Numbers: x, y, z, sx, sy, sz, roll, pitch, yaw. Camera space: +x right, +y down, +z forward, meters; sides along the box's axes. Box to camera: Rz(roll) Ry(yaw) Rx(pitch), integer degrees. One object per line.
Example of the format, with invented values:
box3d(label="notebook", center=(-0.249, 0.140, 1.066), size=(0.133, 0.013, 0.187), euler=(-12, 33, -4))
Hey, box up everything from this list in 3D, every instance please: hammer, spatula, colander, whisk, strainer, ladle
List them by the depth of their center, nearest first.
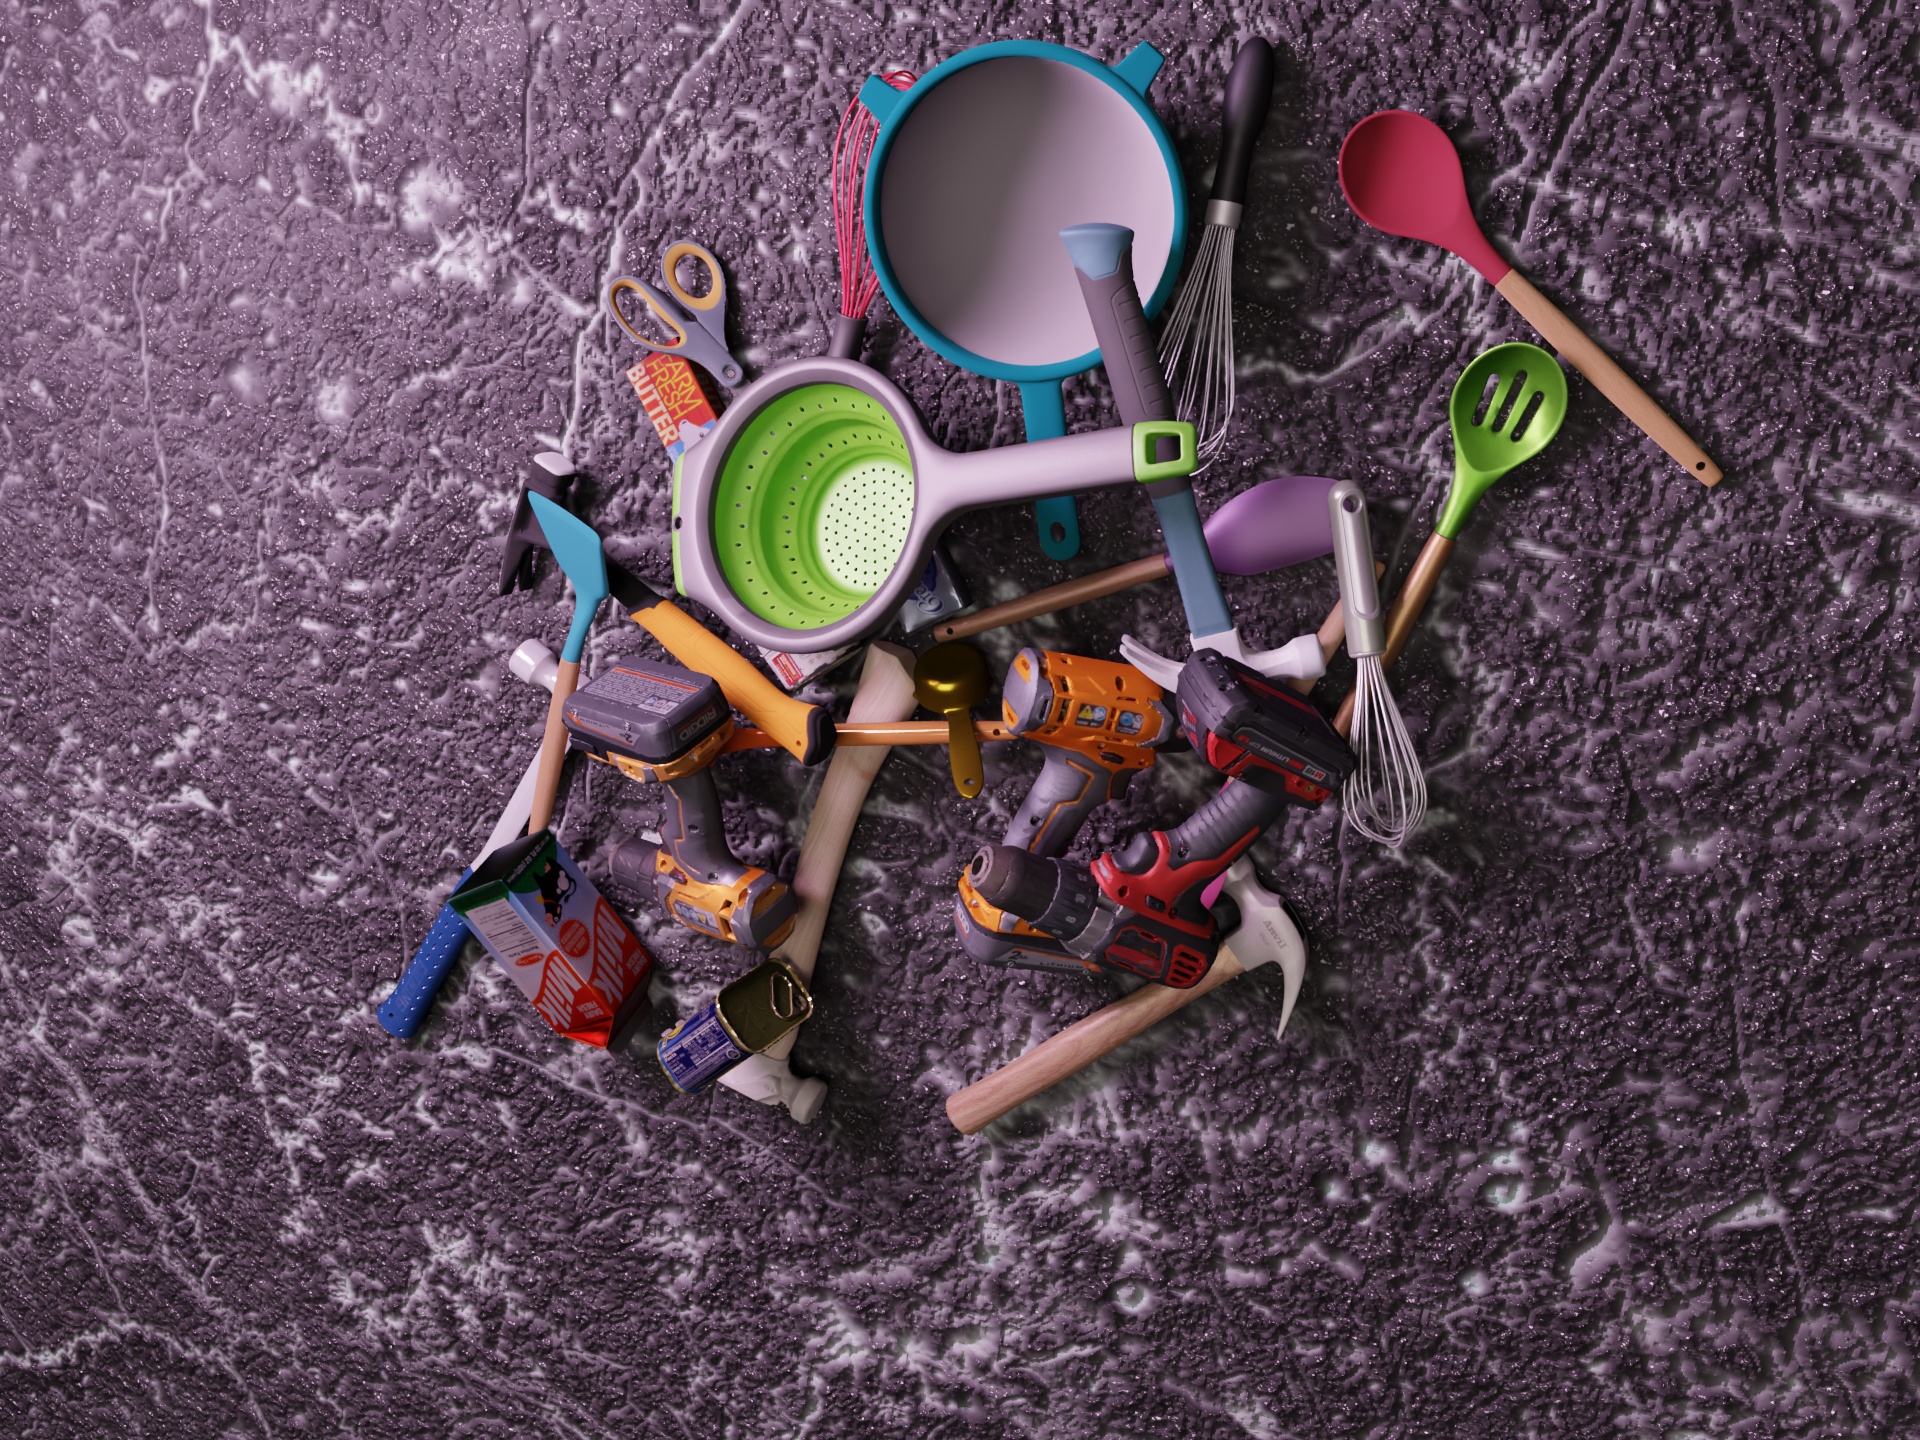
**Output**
box3d(label="ladle", center=(0.360, -0.260, 0.995), size=(0.315, 0.031, 0.069), euler=(45, 117, 3))
box3d(label="hammer", center=(0.134, -0.162, 1.033), size=(0.128, 0.033, 0.330), euler=(-14, 111, 16))
box3d(label="whisk", center=(0.166, -0.299, 1.045), size=(0.070, 0.070, 0.284), euler=(14, 103, 17))
box3d(label="whisk", center=(0.271, -0.037, 1.052), size=(0.058, 0.059, 0.246), euler=(-9, 92, -7))
box3d(label="strainer", center=(0.058, -0.281, 1.076), size=(0.211, 0.095, 0.340), euler=(-1, 118, 16))
box3d(label="colander", center=(-0.014, -0.149, 1.078), size=(0.397, 0.094, 0.204), euler=(-4, 84, 30))
box3d(label="whisk", center=(-0.071, -0.306, 1.128), size=(0.073, 0.073, 0.295), euler=(22, 116, 14))
box3d(label="spatula", center=(0.122, -0.106, 1.128), size=(0.316, 0.018, 0.060), euler=(-17, 95, 22))
box3d(label="spatula", center=(-0.107, 0.009, 1.207), size=(0.322, 0.041, 0.081), euler=(-1, 101, 20))
box3d(label="hammer", center=(0.120, 0.233, 1.210), size=(0.331, 0.031, 0.130), euler=(-37, 89, 25))
box3d(label="hammer", center=(-0.226, -0.067, 1.217), size=(0.337, 0.034, 0.127), euler=(37, 121, 21))
box3d(label="spatula", center=(-0.319, -0.025, 1.244), size=(0.082, 0.044, 0.317), euler=(32, 121, 26))
box3d(label="hammer", center=(-0.124, 0.123, 1.271), size=(0.146, 0.038, 0.410), euler=(25, 111, 15))
box3d(label="hammer", center=(-0.405, 0.128, 1.377), size=(0.144, 0.035, 0.405), euler=(38, 113, 8))

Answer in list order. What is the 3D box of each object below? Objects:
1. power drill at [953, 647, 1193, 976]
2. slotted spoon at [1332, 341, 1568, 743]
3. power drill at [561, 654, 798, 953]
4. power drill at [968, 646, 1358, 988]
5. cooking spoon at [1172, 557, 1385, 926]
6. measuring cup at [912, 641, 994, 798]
box3d(label="power drill", center=(0.093, 0.066, 1.135), size=(0.164, 0.084, 0.226), euler=(9, 110, -17))
box3d(label="slotted spoon", center=(0.308, -0.101, 1.056), size=(0.070, 0.031, 0.313), euler=(27, 113, 12))
box3d(label="power drill", center=(-0.228, 0.065, 1.222), size=(0.185, 0.084, 0.226), euler=(14, 131, 38))
box3d(label="power drill", center=(0.130, 0.067, 1.053), size=(0.187, 0.080, 0.226), euler=(24, 112, -23))
box3d(label="cooking spoon", center=(0.207, 0.025, 1.118), size=(0.069, 0.017, 0.319), euler=(46, 114, 43))
box3d(label="measuring cup", center=(-0.002, -0.004, 1.132), size=(0.062, 0.157, 0.029), euler=(-11, 128, 1))
